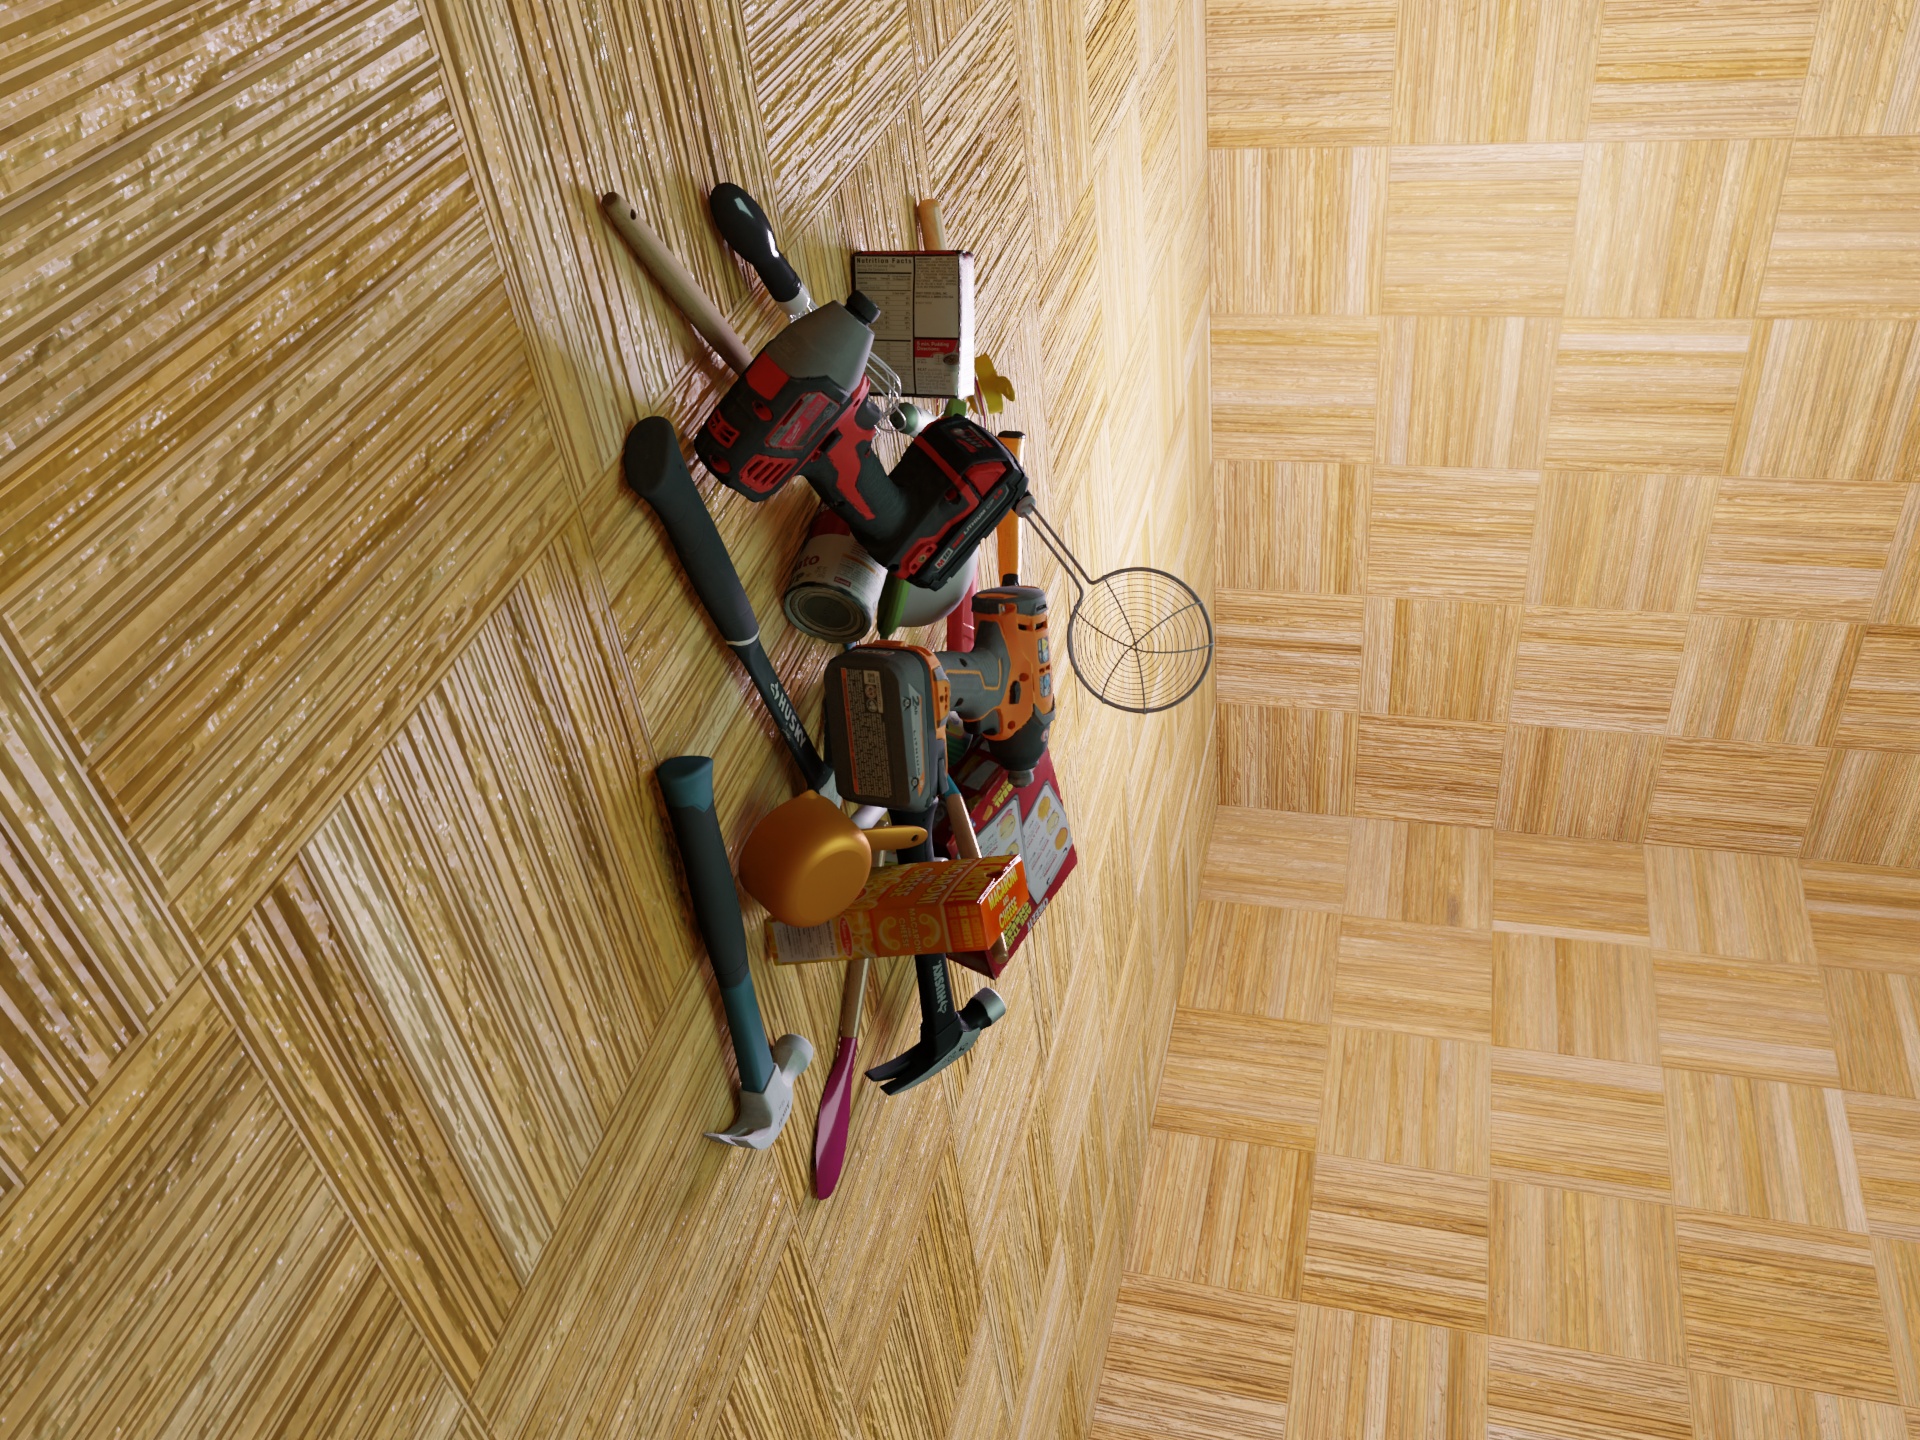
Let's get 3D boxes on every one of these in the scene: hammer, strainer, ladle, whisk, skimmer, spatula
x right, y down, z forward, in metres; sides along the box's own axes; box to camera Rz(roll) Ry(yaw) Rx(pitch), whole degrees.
[{"bbox_3d":[0.051,-0.146,1.611,0.127,0.034,0.337,100,-8,-64],"label":"hammer"},{"bbox_3d":[-0.154,0.159,1.064,0.128,0.033,0.330,-67,156,-52],"label":"hammer"},{"bbox_3d":[-0.137,-0.050,1.062,0.408,0.036,0.149,71,27,-54],"label":"hammer"},{"bbox_3d":[-0.009,-0.161,1.242,0.256,0.069,0.152,118,-20,-59],"label":"strainer"},{"bbox_3d":[-0.146,-0.236,0.996,0.315,0.031,0.069,46,50,-67],"label":"ladle"},{"bbox_3d":[-0.011,-0.342,1.425,0.051,0.047,0.244,-83,165,-57],"label":"whisk"},{"bbox_3d":[0.103,-0.152,1.469,0.090,0.127,0.364,27,23,-43],"label":"skimmer"},{"bbox_3d":[-0.032,0.185,1.347,0.146,0.035,0.334,-35,139,-28],"label":"hammer"},{"bbox_3d":[-0.027,-0.243,1.330,0.058,0.059,0.246,50,10,1],"label":"whisk"},{"bbox_3d":[0.010,0.082,1.362,0.318,0.044,0.082,-107,-176,-47],"label":"spatula"},{"bbox_3d":[-0.008,-0.045,1.499,0.143,0.038,0.386,-34,132,-51],"label":"hammer"},{"bbox_3d":[-0.103,-0.274,1.091,0.284,0.070,0.070,51,46,-62],"label":"whisk"},{"bbox_3d":[-0.061,0.063,1.317,0.258,0.050,0.087,-49,163,-69],"label":"strainer"}]

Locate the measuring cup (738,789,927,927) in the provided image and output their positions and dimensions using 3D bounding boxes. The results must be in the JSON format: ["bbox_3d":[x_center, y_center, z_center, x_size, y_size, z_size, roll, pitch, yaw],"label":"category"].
[{"bbox_3d":[-0.075,0.101,1.140,0.173,0.052,0.095,-2,121,-44],"label":"measuring cup"}]

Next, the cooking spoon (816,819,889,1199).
[{"bbox_3d":[-0.090,0.242,1.344,0.068,0.017,0.319,38,58,-72],"label":"cooking spoon"}]

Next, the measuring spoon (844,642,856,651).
[{"bbox_3d":[-0.081,-0.066,1.278,0.042,0.021,0.128,-70,160,-44],"label":"measuring spoon"}]

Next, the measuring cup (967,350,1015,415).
[{"bbox_3d":[0.026,-0.308,1.479,0.157,0.029,0.062,-116,-170,-73],"label":"measuring cup"}]

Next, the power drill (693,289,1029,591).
[{"bbox_3d":[-0.058,-0.181,1.037,0.143,0.079,0.219,-49,144,11],"label":"power drill"}]

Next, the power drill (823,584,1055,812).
[{"bbox_3d":[-0.002,-0.004,1.219,0.226,0.084,0.164,-25,115,-52],"label":"power drill"}]
